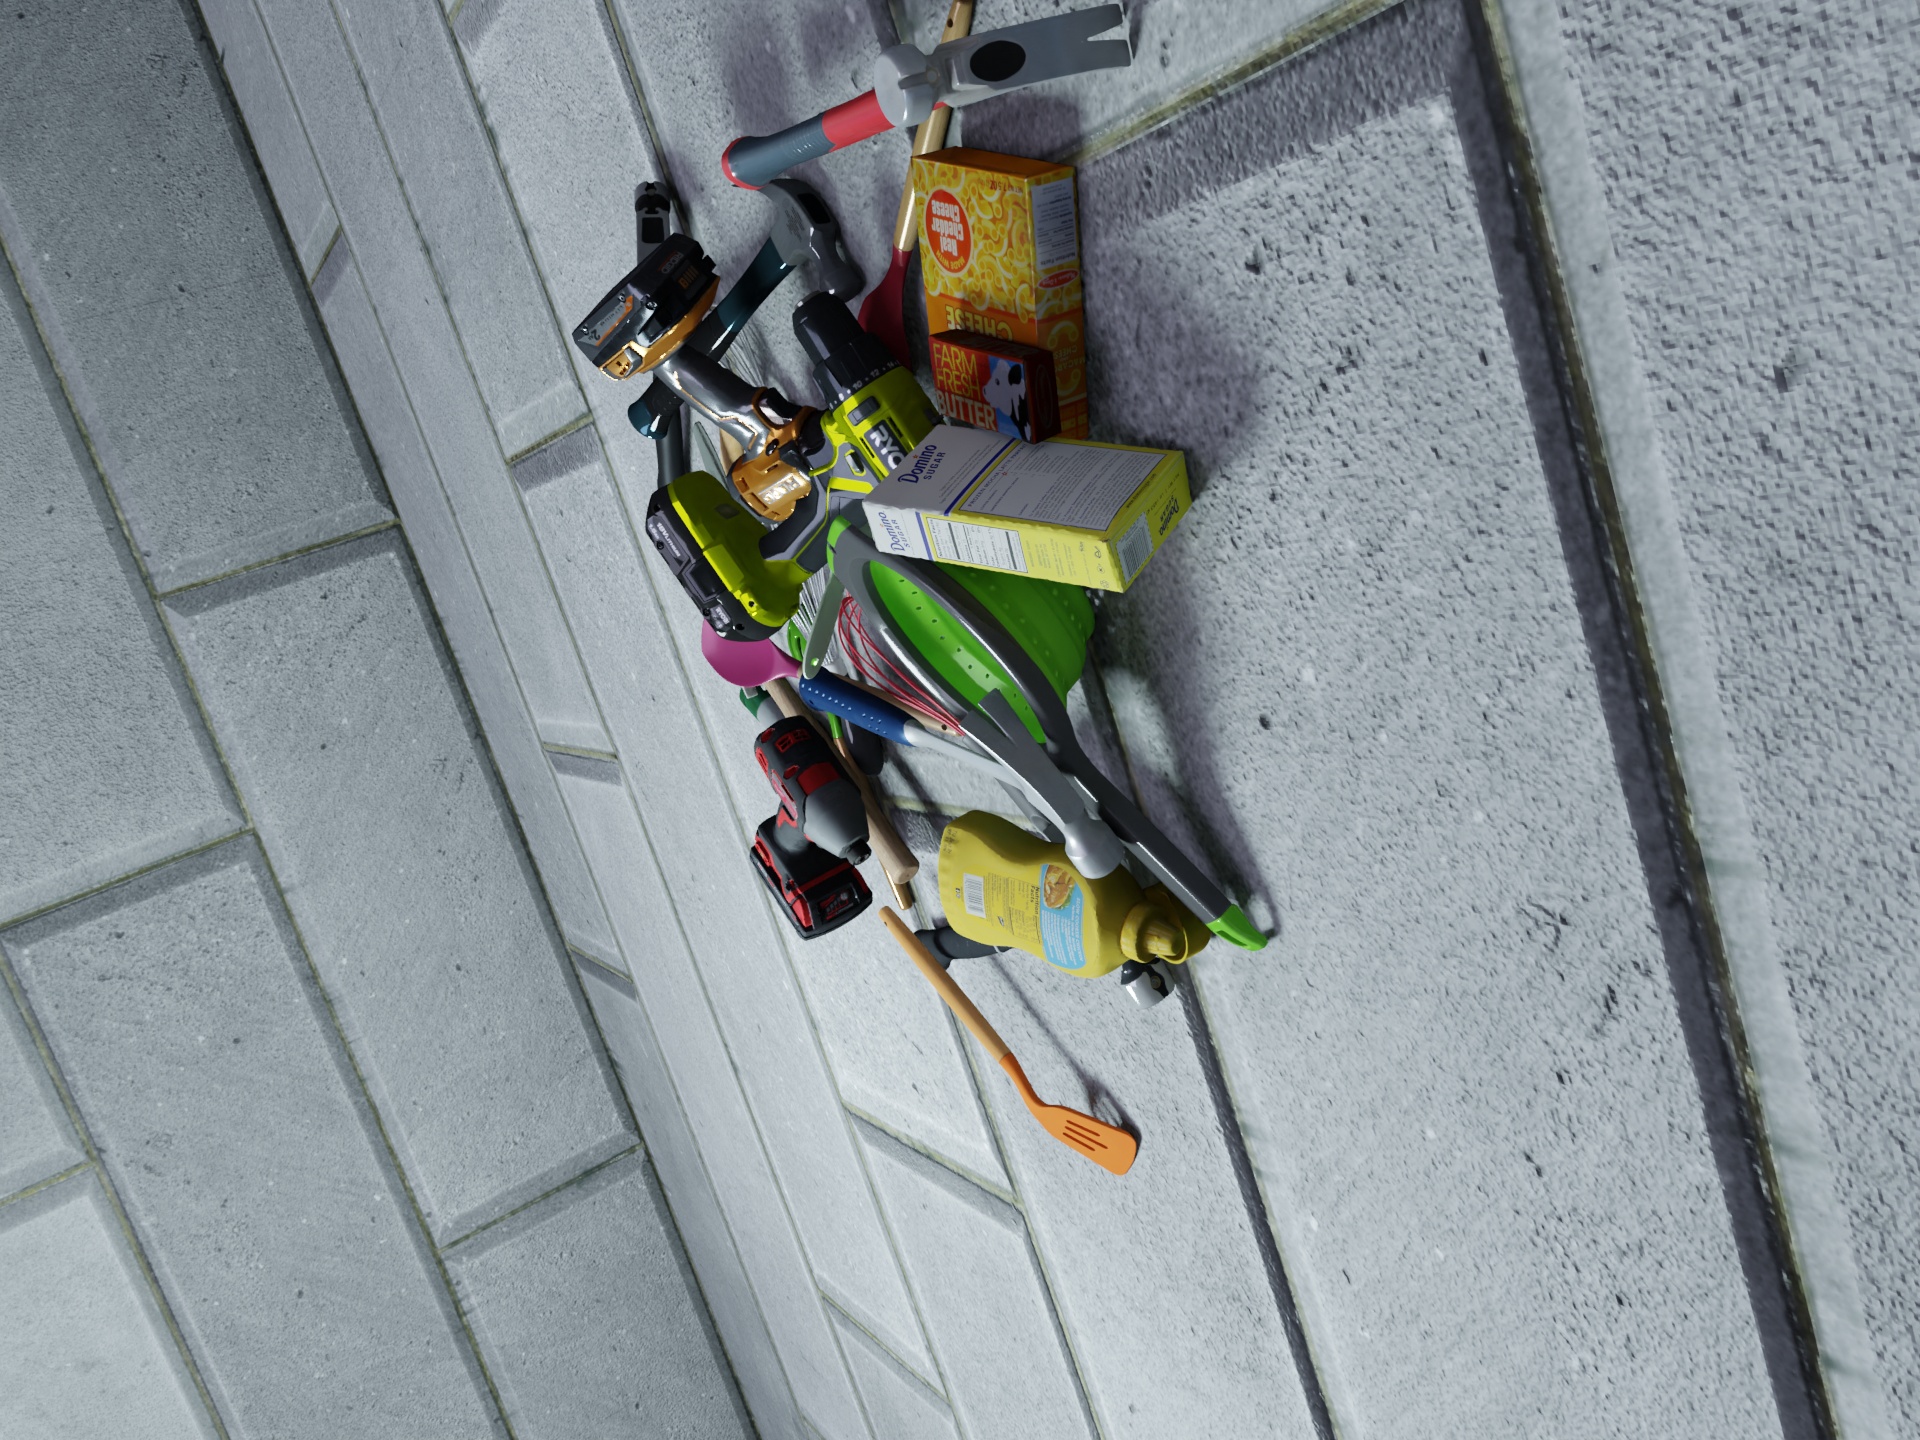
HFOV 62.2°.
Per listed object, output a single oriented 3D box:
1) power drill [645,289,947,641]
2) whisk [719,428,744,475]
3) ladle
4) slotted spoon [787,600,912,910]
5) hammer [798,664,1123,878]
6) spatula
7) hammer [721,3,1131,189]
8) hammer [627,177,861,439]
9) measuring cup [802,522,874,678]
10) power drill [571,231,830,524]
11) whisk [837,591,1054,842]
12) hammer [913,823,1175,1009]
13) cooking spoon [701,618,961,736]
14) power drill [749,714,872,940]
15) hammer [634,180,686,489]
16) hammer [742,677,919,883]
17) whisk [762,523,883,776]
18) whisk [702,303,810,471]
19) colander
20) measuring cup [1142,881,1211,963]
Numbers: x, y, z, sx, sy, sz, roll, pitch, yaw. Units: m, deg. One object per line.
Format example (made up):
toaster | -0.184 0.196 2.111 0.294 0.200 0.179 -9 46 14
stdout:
power drill | -0.116 -0.179 1.158 0.228 0.080 0.190 -32 96 25
whisk | -0.209 -0.194 1.471 0.051 0.047 0.244 51 157 21
ladle | -0.031 -0.339 1.066 0.069 0.031 0.315 54 150 22
slotted spoon | -0.105 0.038 1.515 0.070 0.031 0.313 6 118 67
hammer | -0.031 0.007 1.179 0.144 0.035 0.406 52 166 -27
spatula | 0.032 0.277 1.409 0.323 0.041 0.081 47 152 28
hammer | -0.051 -0.371 0.975 0.386 0.143 0.038 22 131 62
hammer | -0.195 -0.321 1.300 0.331 0.033 0.128 -32 82 50
measuring cup | -0.084 -0.108 1.237 0.038 0.083 0.167 22 94 45
power drill | -0.166 -0.262 1.224 0.226 0.084 0.185 44 143 -22
whisk | -0.002 -0.004 1.255 0.296 0.073 0.073 48 149 21
hammer | 0.037 0.177 1.336 0.149 0.036 0.409 57 156 -3
cooking spoon | -0.120 -0.036 1.395 0.319 0.017 0.068 20 112 36
power drill | -0.129 0.104 1.423 0.143 0.078 0.219 53 157 22
hammer | -0.279 -0.324 1.496 0.334 0.035 0.146 100 164 -55
hammer | -0.137 0.017 1.480 0.332 0.031 0.130 53 160 23
whisk | -0.126 -0.075 1.431 0.070 0.070 0.284 11 126 59
whisk | -0.165 -0.268 1.359 0.246 0.059 0.057 51 -166 20
colander | 0.080 -0.012 1.068 0.397 0.094 0.204 45 167 3
measuring cup | 0.127 0.111 1.141 0.157 0.029 0.062 49 149 43
